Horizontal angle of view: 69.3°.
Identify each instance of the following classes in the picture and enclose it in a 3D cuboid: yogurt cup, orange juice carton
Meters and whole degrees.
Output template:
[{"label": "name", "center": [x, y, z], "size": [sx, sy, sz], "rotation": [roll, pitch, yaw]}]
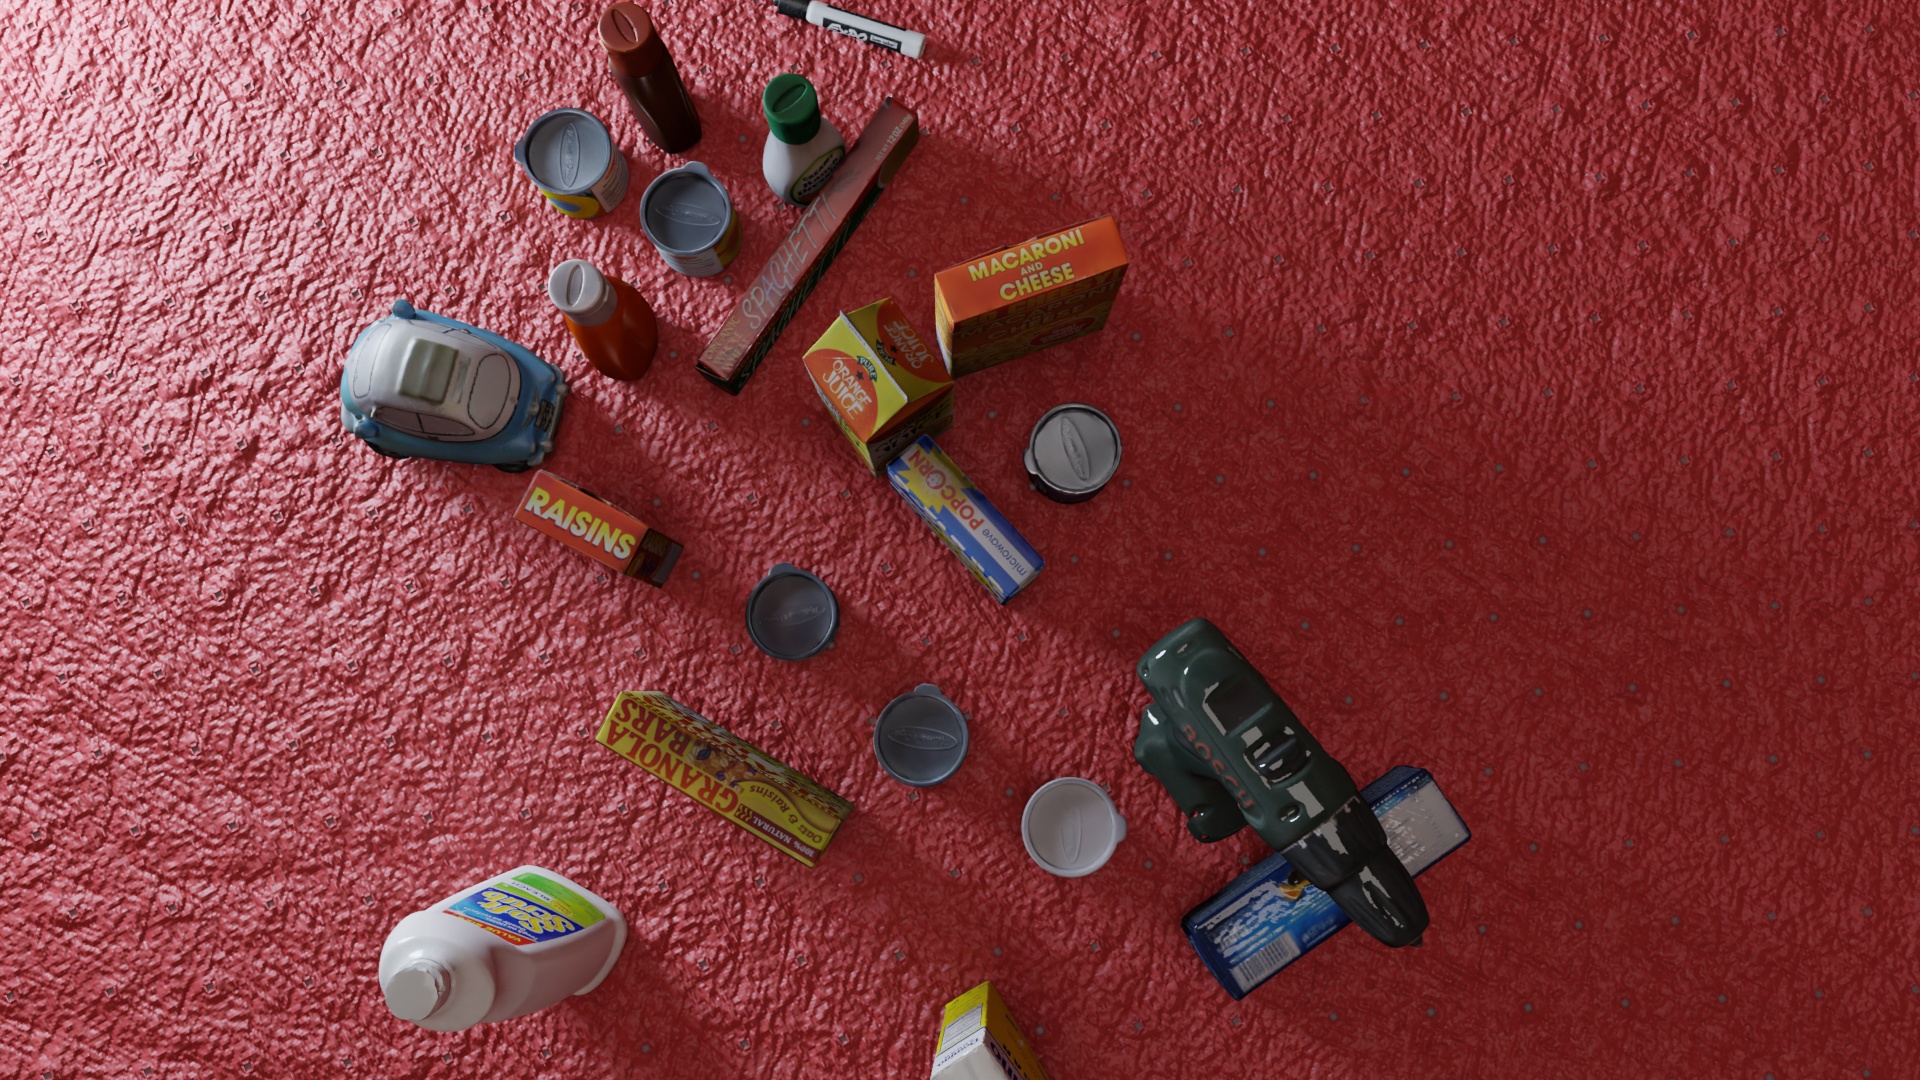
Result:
[{"label": "yogurt cup", "center": [0.076, 0.200, 0.980], "size": [0.072, 0.054, 0.072], "rotation": [0, 83, 0]}, {"label": "orange juice carton", "center": [-0.053, -0.104, 0.946], "size": [0.073, 0.192, 0.072], "rotation": [-36, 85, -4]}]

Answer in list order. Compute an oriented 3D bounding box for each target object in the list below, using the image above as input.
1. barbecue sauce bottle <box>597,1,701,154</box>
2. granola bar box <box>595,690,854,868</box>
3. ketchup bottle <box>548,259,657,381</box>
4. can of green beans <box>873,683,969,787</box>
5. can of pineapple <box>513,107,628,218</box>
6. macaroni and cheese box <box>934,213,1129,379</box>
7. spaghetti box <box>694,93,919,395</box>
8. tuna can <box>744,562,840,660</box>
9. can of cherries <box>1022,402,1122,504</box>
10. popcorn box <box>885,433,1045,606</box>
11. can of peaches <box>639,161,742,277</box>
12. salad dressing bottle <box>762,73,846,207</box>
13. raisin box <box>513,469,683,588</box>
[{"label": "barbecue sauce bottle", "center": [-0.224, -0.333, 0.995], "size": [0.044, 0.148, 0.065], "rotation": [-32, 85, -4]}, {"label": "granola bar box", "center": [-0.157, 0.160, 0.947], "size": [0.165, 0.124, 0.039], "rotation": [30, 84, 3]}, {"label": "ketchup bottle", "center": [-0.249, -0.157, 0.973], "size": [0.043, 0.148, 0.065], "rotation": [8, 84, 0]}, {"label": "can of green beans", "center": [-0.027, 0.140, 0.984], "size": [0.071, 0.057, 0.071], "rotation": [0, 83, 0]}, {"label": "can of pineapple", "center": [-0.287, -0.280, 1.033], "size": [0.071, 0.058, 0.071], "rotation": [0, 83, 0]}, {"label": "macaroni and cheese box", "center": [0.045, -0.166, 0.968], "size": [0.124, 0.166, 0.040], "rotation": [-19, 84, -3]}, {"label": "spaghetti box", "center": [-0.111, -0.217, 1.031], "size": [0.029, 0.050, 0.250], "rotation": [34, 84, 3]}, {"label": "tuna can", "center": [-0.122, 0.052, 1.007], "size": [0.071, 0.033, 0.071], "rotation": [0, 83, -1]}, {"label": "can of cherries", "center": [0.079, -0.062, 1.010], "size": [0.071, 0.058, 0.071], "rotation": [0, 83, 0]}, {"label": "popcorn box", "center": [0.004, -0.012, 0.989], "size": [0.038, 0.085, 0.127], "rotation": [-42, 85, -5]}, {"label": "can of peaches", "center": [-0.197, -0.236, 1.029], "size": [0.071, 0.058, 0.071], "rotation": [0, 83, 0]}, {"label": "salad dressing bottle", "center": [-0.114, -0.284, 0.990], "size": [0.064, 0.147, 0.044], "rotation": [-41, 85, -4]}, {"label": "raisin box", "center": [-0.248, -0.006, 0.967], "size": [0.086, 0.123, 0.040], "rotation": [28, 84, 3]}]
